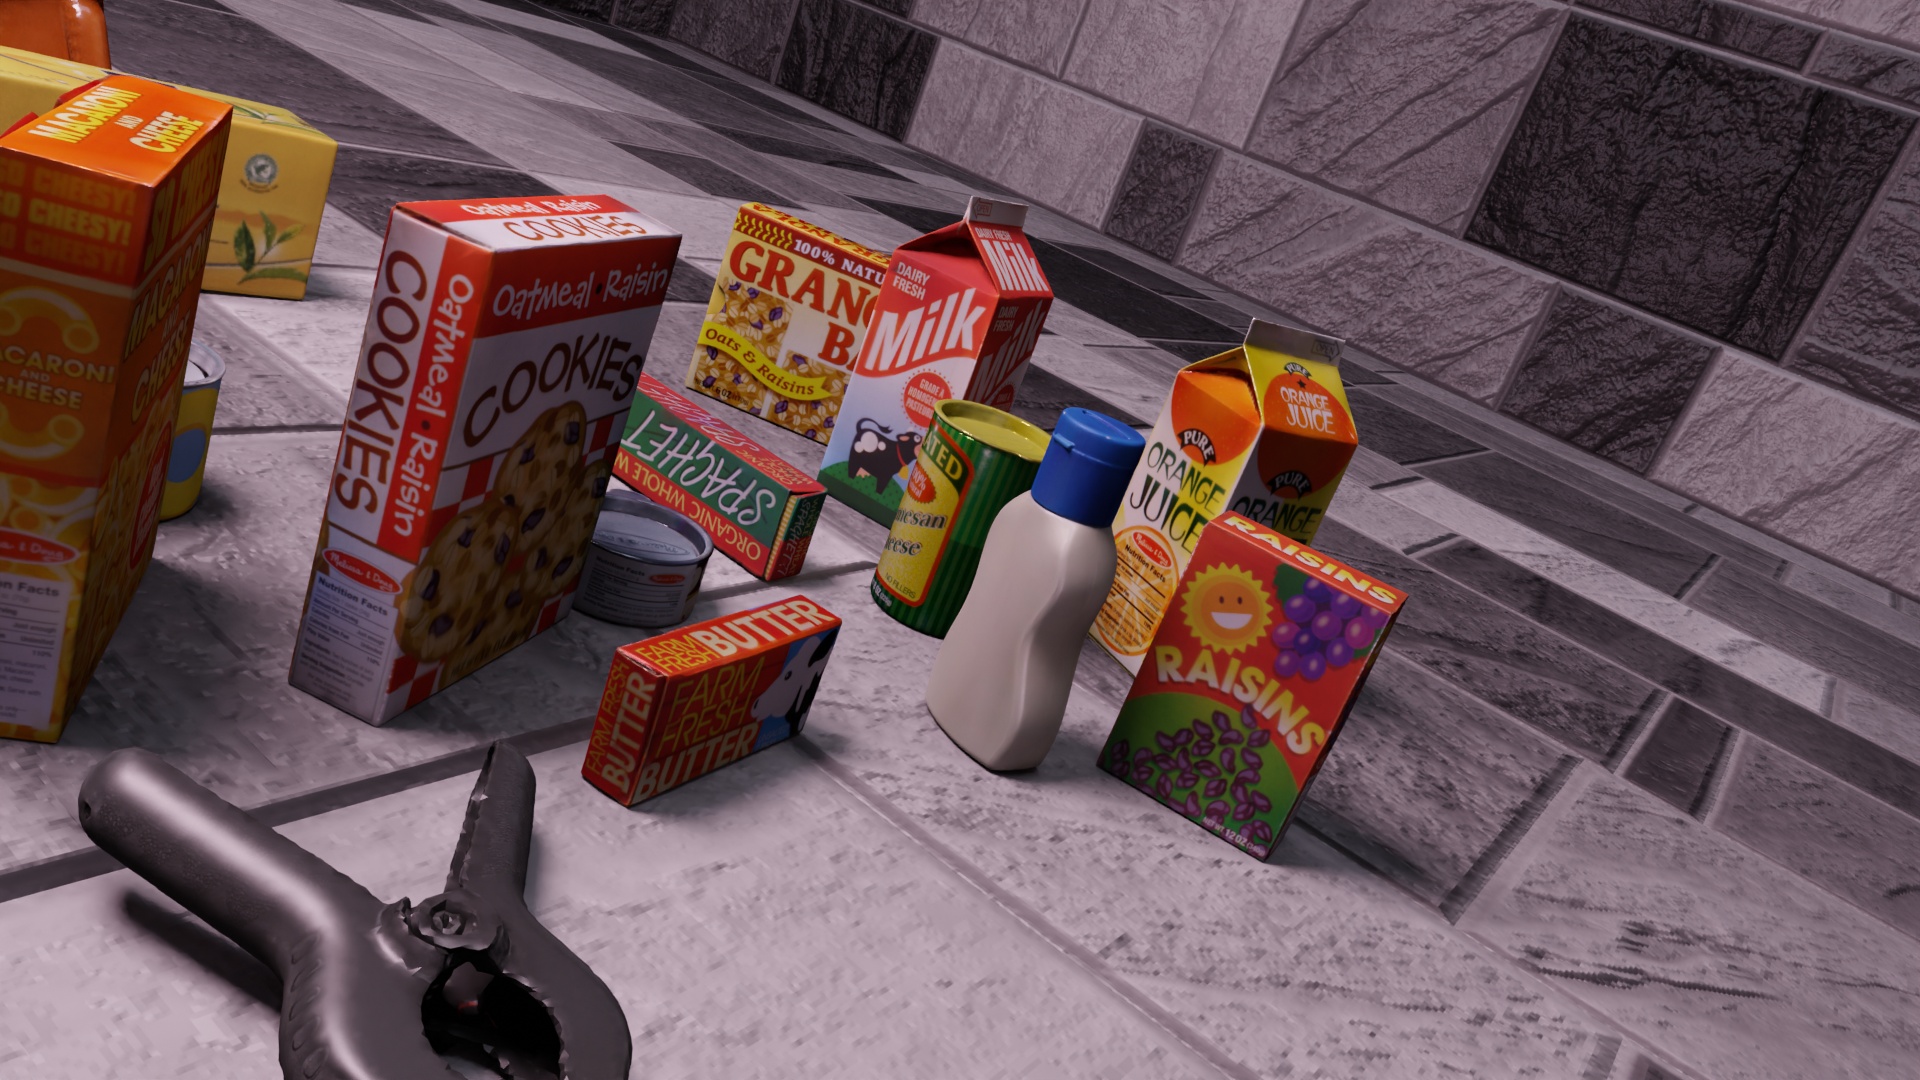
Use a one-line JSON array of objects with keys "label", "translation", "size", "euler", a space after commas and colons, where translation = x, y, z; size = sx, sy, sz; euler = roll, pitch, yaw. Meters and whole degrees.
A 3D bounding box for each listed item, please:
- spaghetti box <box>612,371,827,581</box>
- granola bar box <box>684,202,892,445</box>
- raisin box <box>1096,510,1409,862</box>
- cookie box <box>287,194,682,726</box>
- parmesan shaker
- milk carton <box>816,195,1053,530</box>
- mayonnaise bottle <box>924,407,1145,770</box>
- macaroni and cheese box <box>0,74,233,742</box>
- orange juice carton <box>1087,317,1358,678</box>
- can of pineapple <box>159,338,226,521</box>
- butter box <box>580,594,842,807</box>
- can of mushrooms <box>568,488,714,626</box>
[{"label": "spaghetti box", "translation": [-0.169, -0.059, 0.722], "size": [0.250, 0.050, 0.029], "euler": [32, 21, 28]}, {"label": "granola bar box", "translation": [-0.079, -0.126, 0.884], "size": [0.166, 0.123, 0.039], "euler": [23, 19, 5]}, {"label": "raisin box", "translation": [0.123, 0.061, 0.594], "size": [0.086, 0.123, 0.040], "euler": [29, 20, 20]}, {"label": "cookie box", "translation": [-0.163, -0.035, 0.486], "size": [0.040, 0.166, 0.123], "euler": [24, 19, 8]}, {"label": "parmesan shaker", "translation": [0.002, -0.009, 0.685], "size": [0.071, 0.102, 0.071], "euler": [19, 19, -7]}, {"label": "milk carton", "translation": [-0.009, -0.103, 0.795], "size": [0.073, 0.189, 0.072], "euler": [29, 20, 21]}, {"label": "mayonnaise bottle", "translation": [0.033, 0.019, 0.575], "size": [0.041, 0.147, 0.065], "euler": [6, 24, -39]}, {"label": "macaroni and cheese box", "translation": [-0.261, -0.044, 0.412], "size": [0.040, 0.165, 0.124], "euler": [13, 21, -23]}, {"label": "orange juice carton", "translation": [0.137, -0.021, 0.723], "size": [0.072, 0.192, 0.073], "euler": [8, 23, -35]}, {"label": "can of pineapple", "translation": [-0.318, -0.045, 0.520], "size": [0.071, 0.057, 0.071], "euler": [19, 19, -7]}, {"label": "butter box", "translation": [-0.087, 0.055, 0.499], "size": [0.024, 0.053, 0.104], "euler": [29, 21, 23]}, {"label": "can of mushrooms", "translation": [-0.143, 0.007, 0.599], "size": [0.071, 0.033, 0.071], "euler": [19, 19, -7]}]
